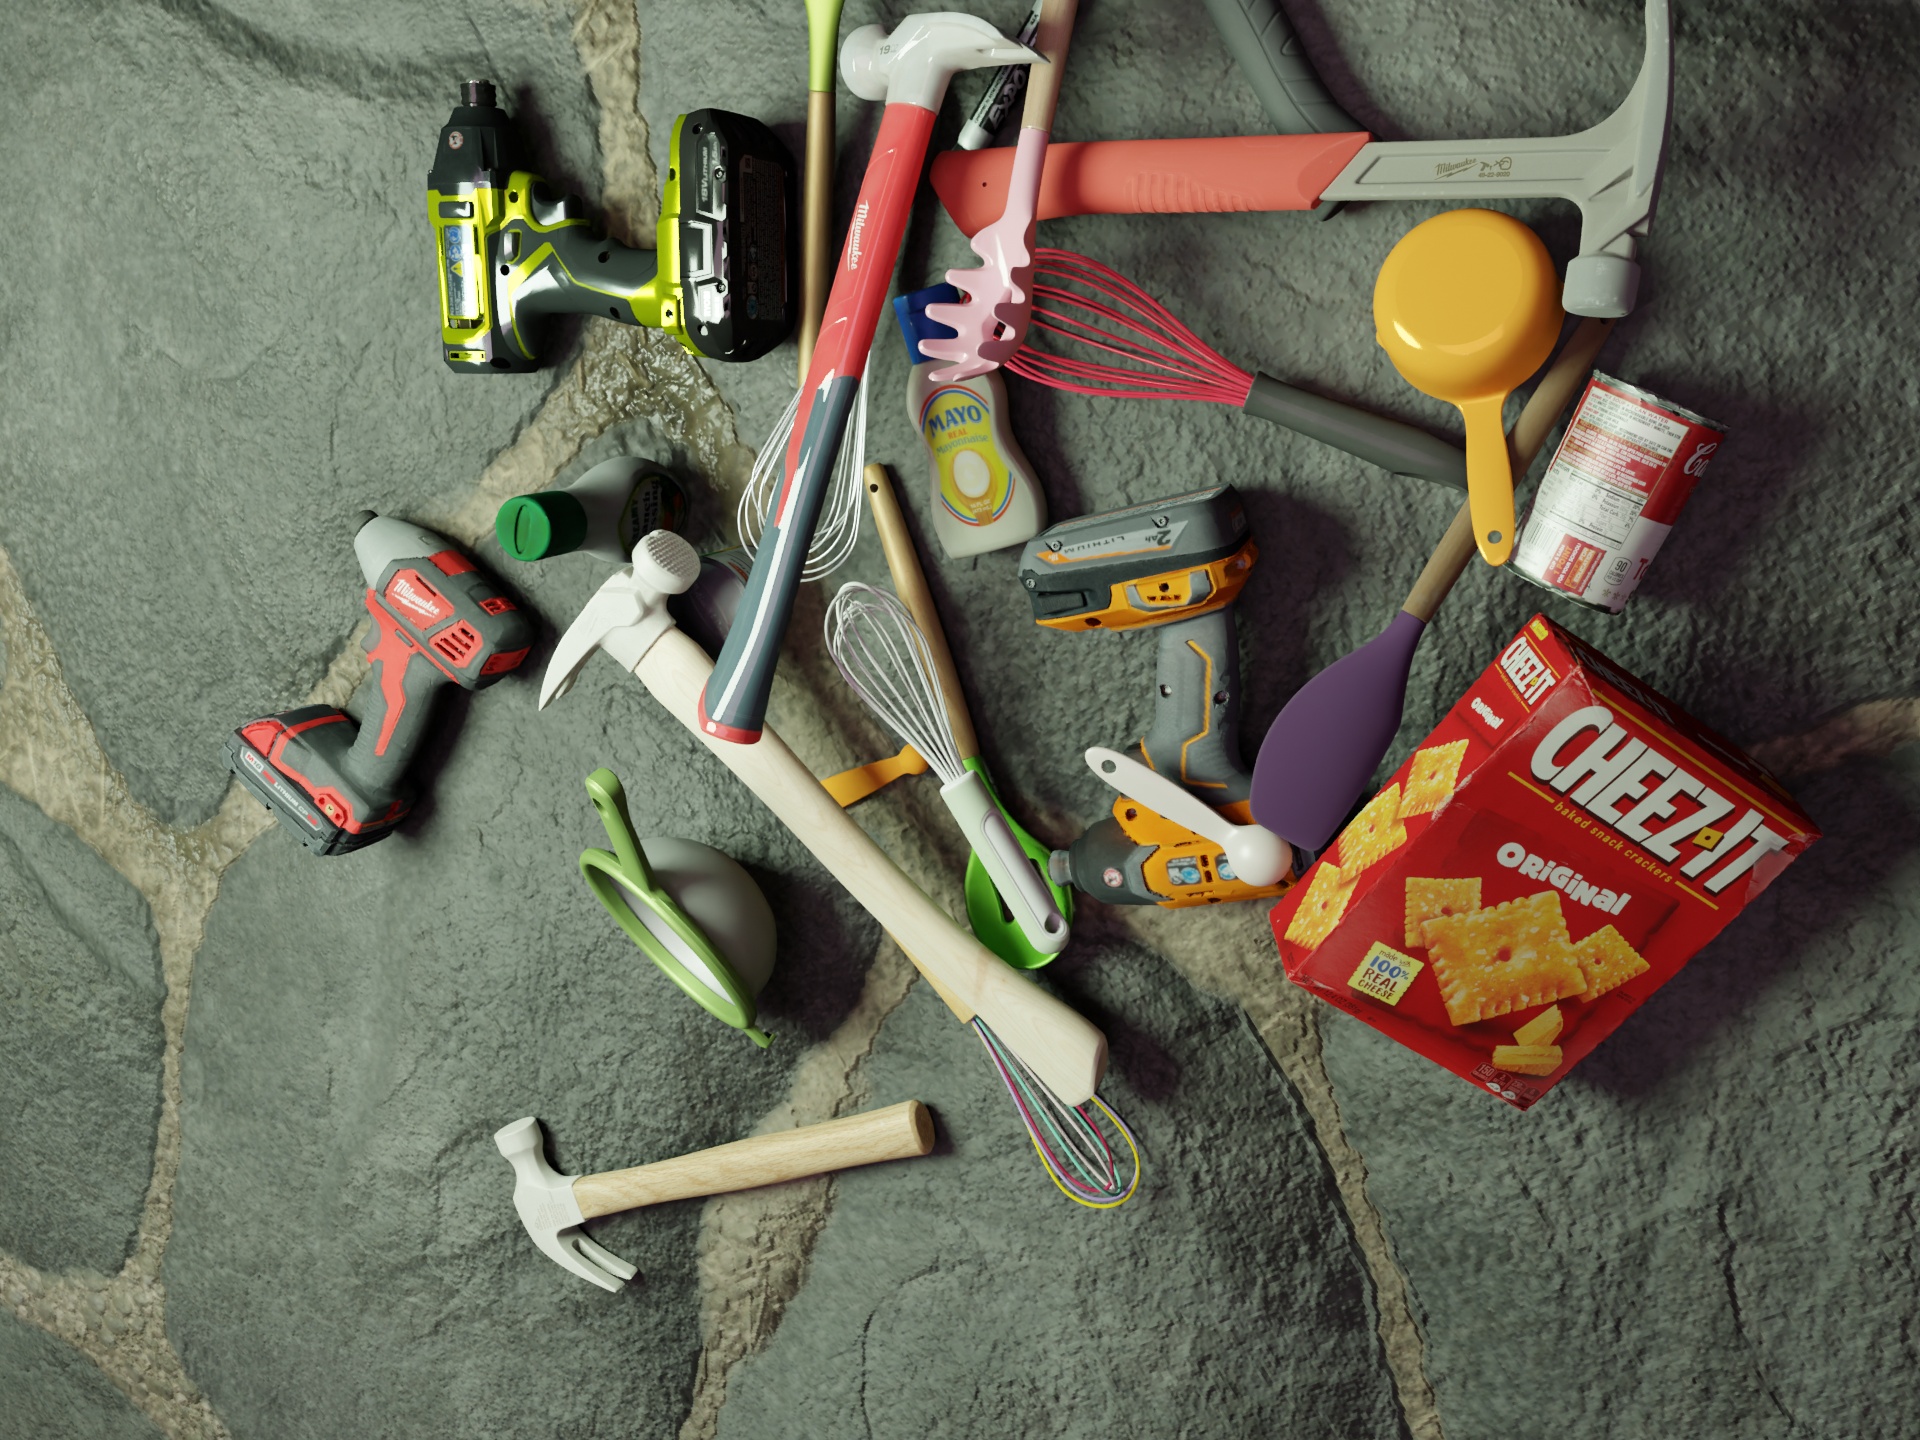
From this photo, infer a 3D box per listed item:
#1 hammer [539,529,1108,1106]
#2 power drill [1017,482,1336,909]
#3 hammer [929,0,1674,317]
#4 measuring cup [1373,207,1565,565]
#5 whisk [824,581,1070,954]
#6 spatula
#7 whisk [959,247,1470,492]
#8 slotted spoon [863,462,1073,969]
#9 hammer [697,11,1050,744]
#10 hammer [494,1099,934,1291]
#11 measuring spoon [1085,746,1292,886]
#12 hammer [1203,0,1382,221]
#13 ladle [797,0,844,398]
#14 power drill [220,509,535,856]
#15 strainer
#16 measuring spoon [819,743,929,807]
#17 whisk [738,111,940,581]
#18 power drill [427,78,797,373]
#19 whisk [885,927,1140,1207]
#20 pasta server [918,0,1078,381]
[{"bbox_3d":[-0.075,0.079,0.943,0.410,0.038,0.146,45,123,-1],"label":"hammer"},{"bbox_3d":[0.105,-0.003,0.880,0.164,0.084,0.226,-11,102,22],"label":"power drill"},{"bbox_3d":[0.151,-0.277,0.777,0.359,0.036,0.149,9,96,27],"label":"hammer"},{"bbox_3d":[0.249,-0.164,0.773,0.095,0.052,0.174,-7,80,25],"label":"measuring cup"},{"bbox_3d":[-0.005,0.028,0.918,0.246,0.058,0.059,59,145,-3],"label":"whisk"},{"bbox_3d":[0.242,-0.076,0.806,0.059,0.018,0.316,30,99,-5],"label":"spatula"},{"bbox_3d":[0.135,-0.180,0.839,0.296,0.073,0.073,23,110,9],"label":"whisk"},{"bbox_3d":[-0.002,-0.003,0.949,0.070,0.031,0.314,-17,94,23],"label":"slotted spoon"},{"bbox_3d":[-0.060,-0.169,0.828,0.143,0.038,0.386,27,103,50],"label":"hammer"},{"bbox_3d":[-0.166,0.308,1.082,0.331,0.031,0.130,-18,95,23],"label":"hammer"},{"bbox_3d":[0.118,0.051,0.843,0.124,0.018,0.034,31,118,6],"label":"measuring spoon"},{"bbox_3d":[0.112,-0.406,0.806,0.146,0.035,0.335,-29,91,23],"label":"hammer"},{"bbox_3d":[-0.074,-0.327,0.899,0.078,0.062,0.320,11,113,16],"label":"ladle"},{"bbox_3d":[-0.393,-0.028,1.067,0.143,0.078,0.219,43,110,7],"label":"power drill"},{"bbox_3d":[-0.168,0.089,0.959,0.152,0.069,0.256,35,154,25],"label":"strainer"},{"bbox_3d":[-0.068,0.041,0.987,0.117,0.011,0.021,-24,92,30],"label":"measuring spoon"},{"bbox_3d":[-0.060,-0.215,0.902,0.070,0.070,0.284,21,101,15],"label":"whisk"},{"bbox_3d":[-0.213,-0.290,0.936,0.223,0.080,0.171,6,105,23],"label":"power drill"},{"bbox_3d":[0.021,0.200,0.980,0.245,0.051,0.047,50,120,7],"label":"whisk"},{"bbox_3d":[0.037,-0.323,0.791,0.060,0.040,0.316,20,101,53],"label":"pasta server"}]
